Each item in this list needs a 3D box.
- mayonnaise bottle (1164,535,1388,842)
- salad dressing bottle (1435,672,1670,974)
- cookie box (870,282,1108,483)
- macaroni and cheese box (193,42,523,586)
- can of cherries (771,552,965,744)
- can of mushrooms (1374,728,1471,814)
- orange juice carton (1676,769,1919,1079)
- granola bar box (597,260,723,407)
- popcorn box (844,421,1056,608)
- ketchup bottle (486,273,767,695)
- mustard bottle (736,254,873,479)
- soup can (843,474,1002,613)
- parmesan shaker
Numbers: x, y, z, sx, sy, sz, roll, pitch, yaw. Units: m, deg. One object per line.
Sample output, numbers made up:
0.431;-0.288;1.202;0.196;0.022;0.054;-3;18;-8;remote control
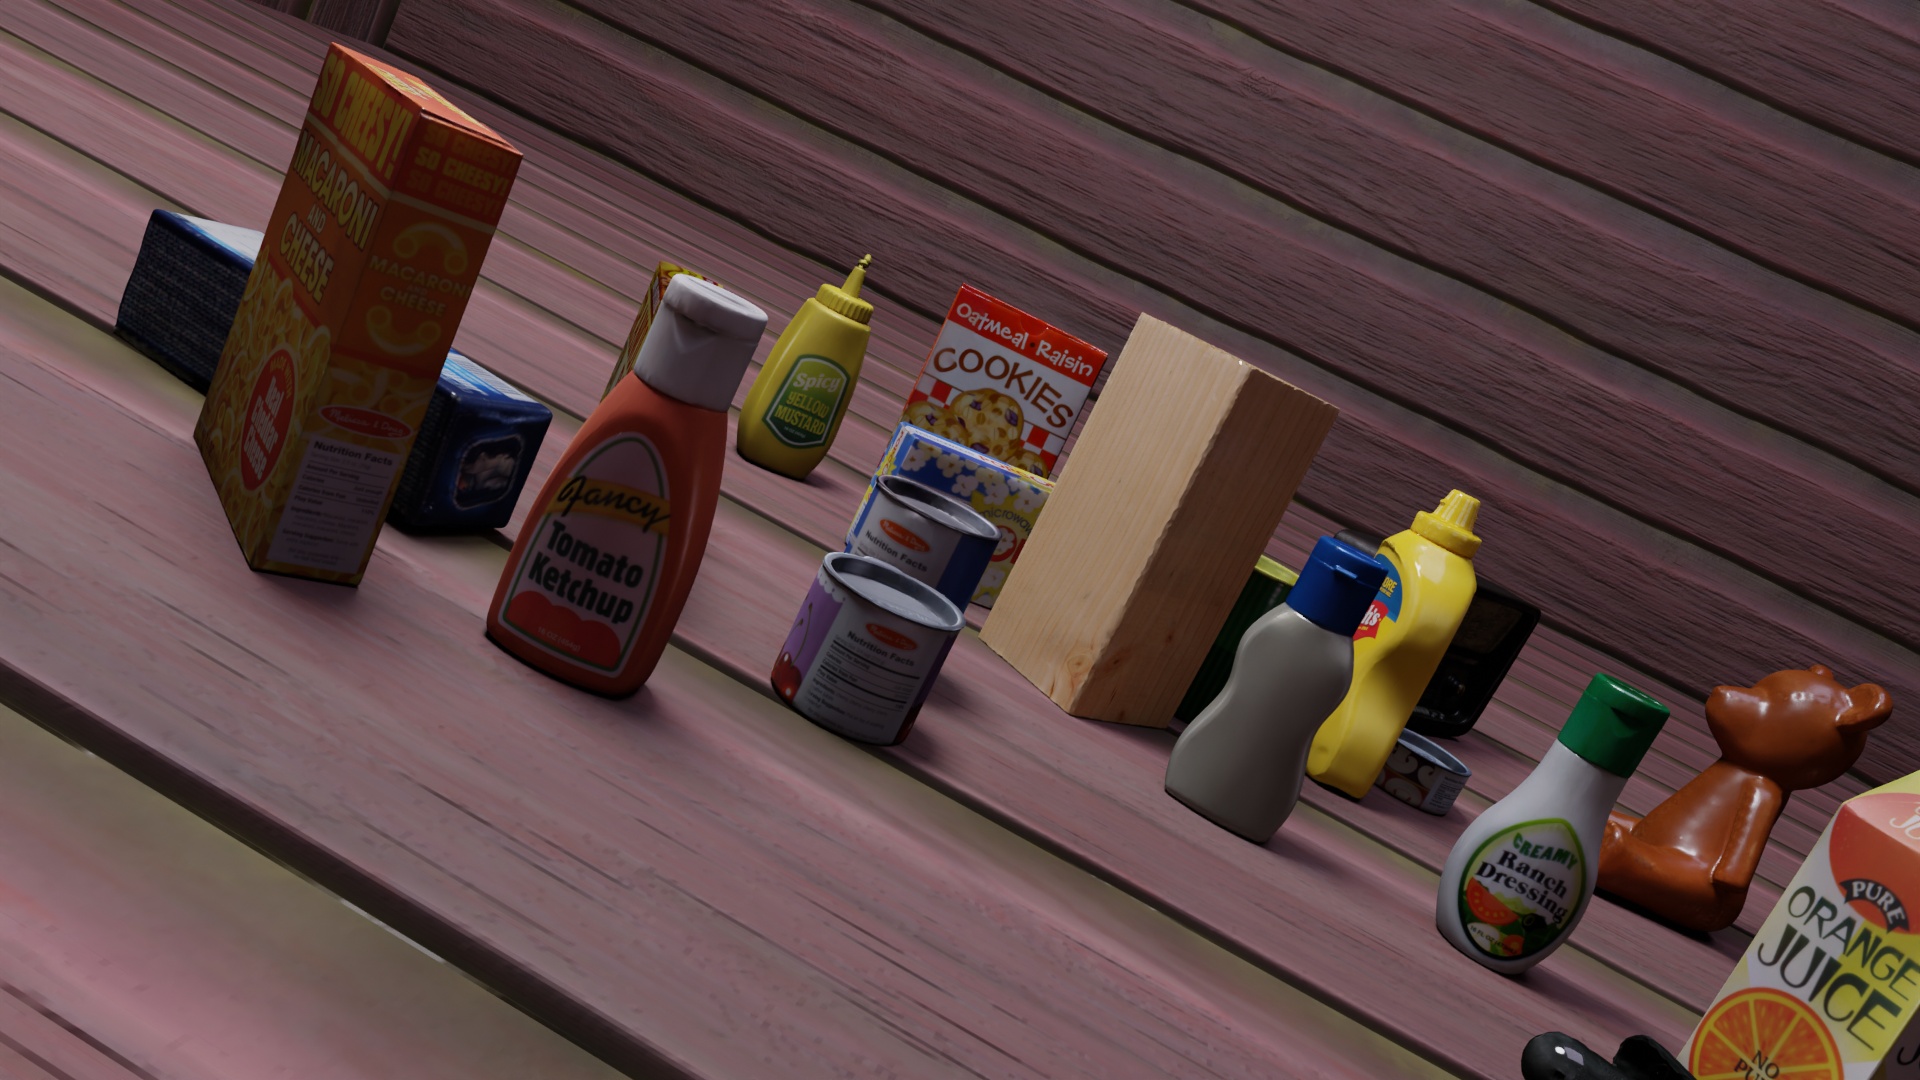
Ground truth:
0.159;0.070;0.680;0.065;0.147;0.041;28;11;12;mayonnaise bottle
0.284;0.135;0.665;0.064;0.147;0.044;29;11;13;salad dressing bottle
0.022;-0.095;1.062;0.123;0.167;0.040;25;11;-4;cookie box
-0.225;-0.086;0.509;0.040;0.166;0.124;15;15;-43;macaroni and cheese box
-0.040;0.045;0.594;0.071;0.058;0.071;25;12;-5;can of cherries
0.295;0.148;0.912;0.071;0.033;0.071;25;12;-5;can of mushrooms
0.384;0.180;0.569;0.073;0.192;0.072;22;12;-20;orange juice carton
-0.148;-0.060;0.662;0.039;0.124;0.166;22;12;-19;granola bar box
0.003;-0.011;0.861;0.127;0.085;0.038;21;12;-23;popcorn box
-0.115;-0.021;0.502;0.065;0.148;0.043;26;11;2;ketchup bottle
-0.098;-0.123;0.951;0.065;0.160;0.049;21;12;-25;mustard bottle
-0.026;0.020;0.670;0.071;0.083;0.071;25;11;-5;soup can
0.161;0.059;0.843;0.071;0.103;0.071;25;11;-5;parmesan shaker
